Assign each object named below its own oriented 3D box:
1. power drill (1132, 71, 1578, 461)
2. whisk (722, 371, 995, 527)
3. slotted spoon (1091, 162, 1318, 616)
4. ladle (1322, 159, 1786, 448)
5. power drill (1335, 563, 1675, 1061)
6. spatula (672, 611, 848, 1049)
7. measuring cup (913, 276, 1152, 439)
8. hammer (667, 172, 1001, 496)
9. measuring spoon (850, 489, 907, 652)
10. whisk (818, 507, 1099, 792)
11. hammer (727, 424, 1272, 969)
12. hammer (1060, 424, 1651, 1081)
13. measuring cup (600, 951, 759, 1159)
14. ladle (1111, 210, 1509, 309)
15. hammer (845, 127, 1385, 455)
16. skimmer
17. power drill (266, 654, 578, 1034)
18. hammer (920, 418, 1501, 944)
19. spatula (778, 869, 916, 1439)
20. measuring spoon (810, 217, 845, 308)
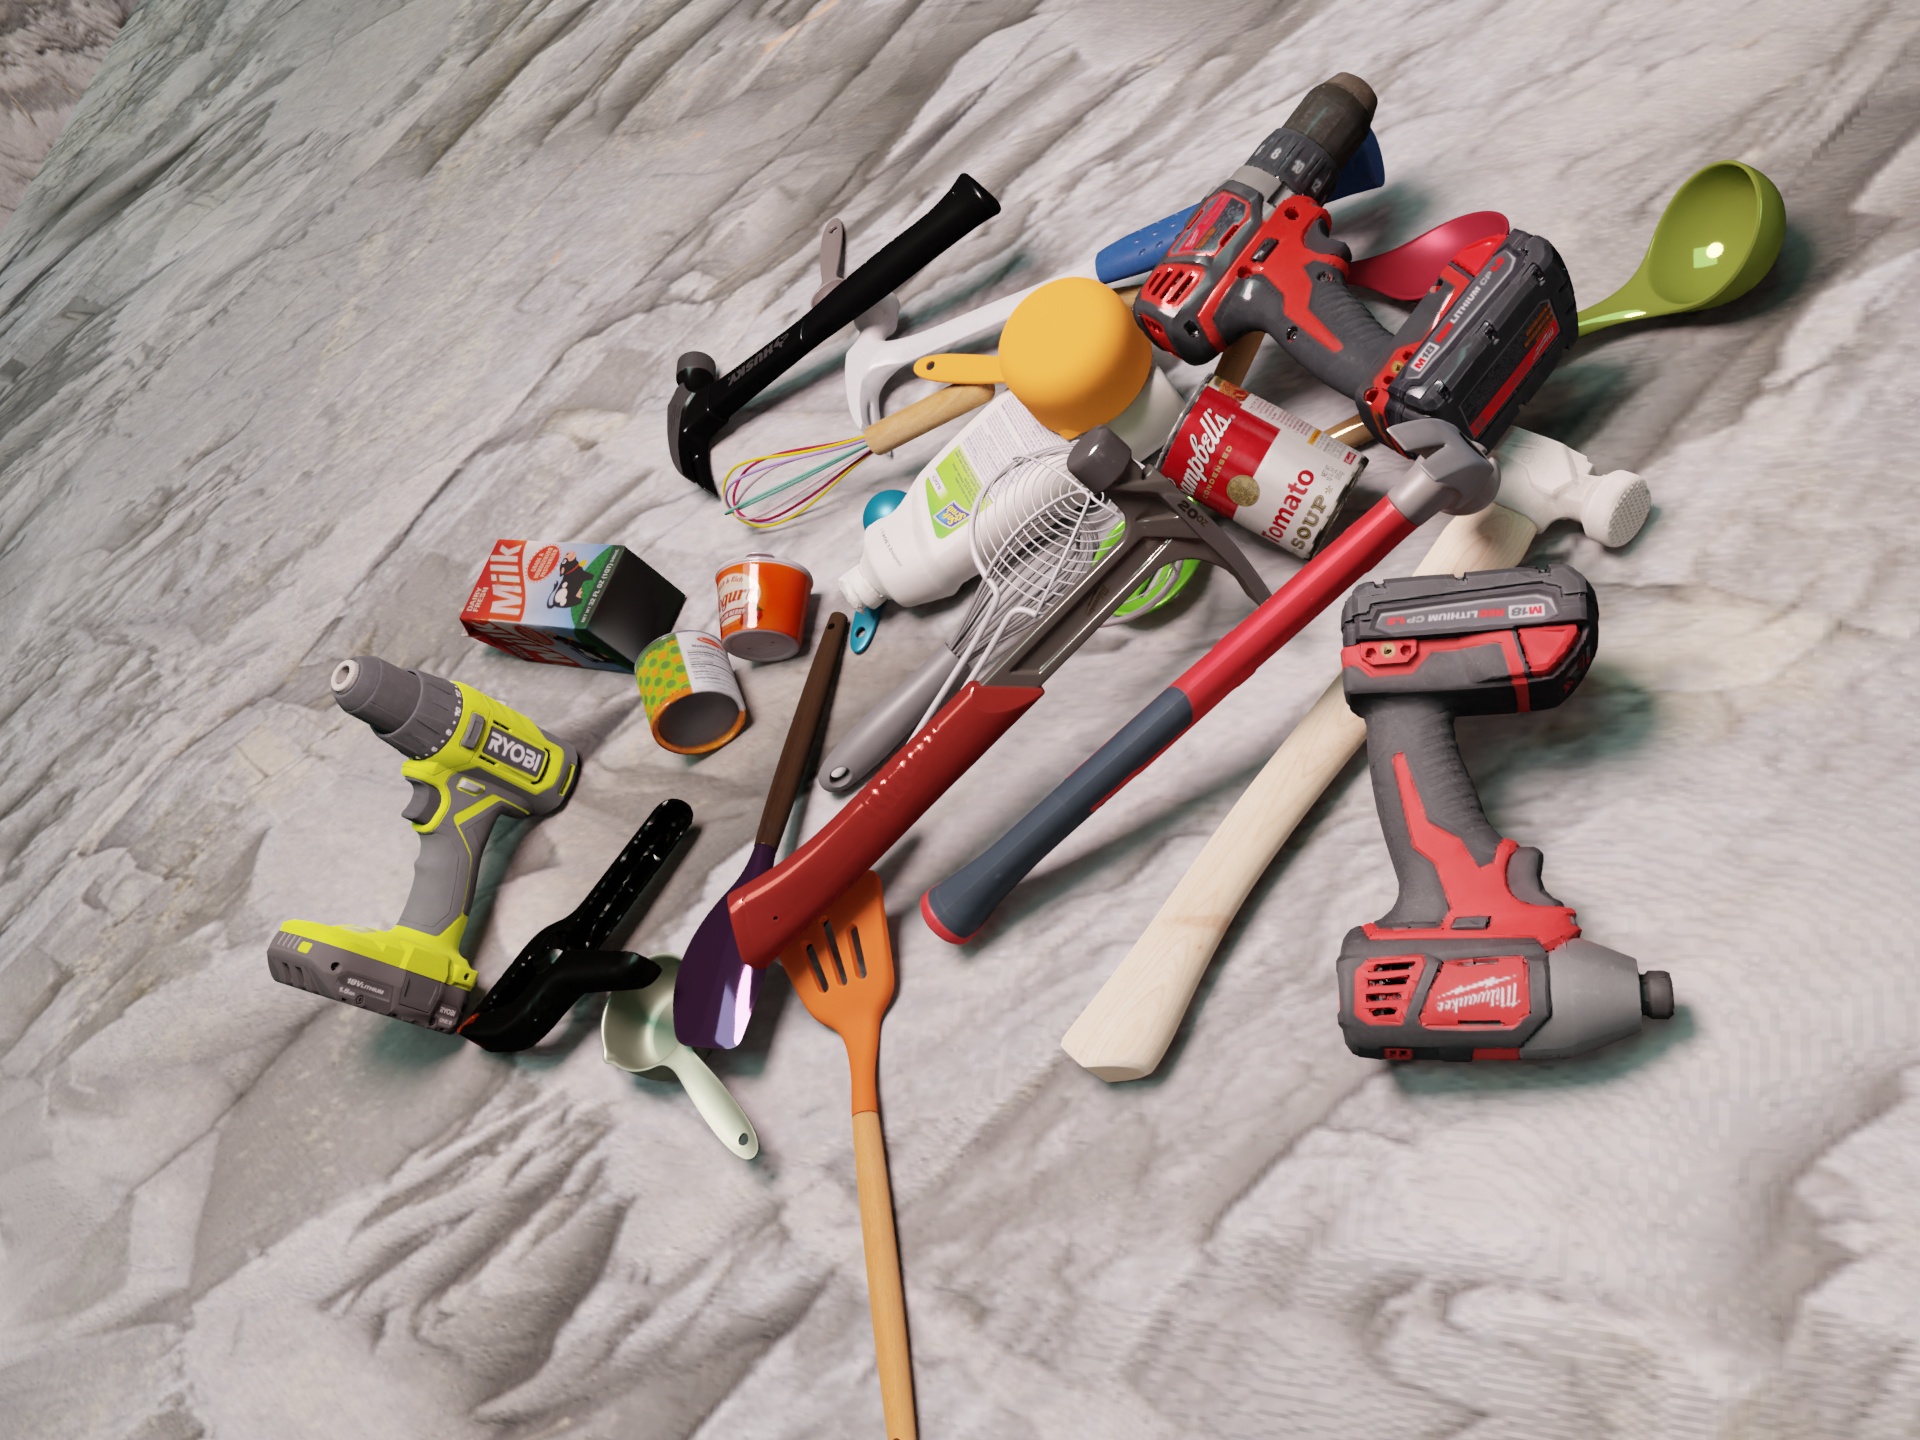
[{"bbox_3d":[0.225,-0.254,0.879,0.227,0.080,0.188,39,92,36],"label":"power drill"},{"bbox_3d":[-0.078,-0.188,1.104,0.245,0.051,0.047,-19,87,35],"label":"whisk"},{"bbox_3d":[0.162,-0.203,0.959,0.070,0.031,0.314,24,90,39],"label":"slotted spoon"},{"bbox_3d":[0.295,-0.207,0.891,0.320,0.062,0.078,-25,49,23],"label":"ladle"},{"bbox_3d":[0.245,0.046,0.734,0.143,0.078,0.220,-4,74,21],"label":"power drill"},{"bbox_3d":[-0.119,0.059,1.008,0.060,0.018,0.316,1,56,23],"label":"spatula"},{"bbox_3d":[0.031,-0.230,0.989,0.174,0.052,0.095,9,76,32],"label":"measuring cup"},{"bbox_3d":[-0.102,-0.292,1.177,0.335,0.035,0.146,-29,48,33],"label":"hammer"},{"bbox_3d":[-0.061,-0.106,1.090,0.042,0.021,0.129,-4,61,32],"label":"measuring spoon"},{"bbox_3d":[-0.005,-0.041,0.999,0.239,0.055,0.055,-45,48,7],"label":"whisk"},{"bbox_3d":[0.007,0.013,0.889,0.359,0.149,0.037,-46,20,10],"label":"hammer"},{"bbox_3d":[0.183,0.012,0.845,0.410,0.038,0.146,-52,46,-3],"label":"hammer"},{"bbox_3d":[-0.156,0.208,0.954,0.083,0.038,0.168,-48,50,0],"label":"measuring cup"},{"bbox_3d":[0.197,-0.281,1.020,0.315,0.031,0.069,5,56,38],"label":"ladle"},{"bbox_3d":[0.086,-0.296,1.075,0.405,0.035,0.144,-15,56,32],"label":"hammer"},{"bbox_3d":[-0.002,-0.003,0.953,0.127,0.090,0.363,37,105,16],"label":"skimmer"},{"bbox_3d":[-0.373,0.081,1.079,0.080,0.190,0.229,5,71,36],"label":"power drill"},{"bbox_3d":[0.108,-0.006,0.816,0.386,0.143,0.038,-44,75,23],"label":"hammer"},{"bbox_3d":[-0.054,0.236,0.865,0.081,0.041,0.323,-22,54,16],"label":"spatula"},{"bbox_3d":[-0.101,-0.365,1.284,0.034,0.018,0.124,-21,46,22],"label":"measuring spoon"}]
